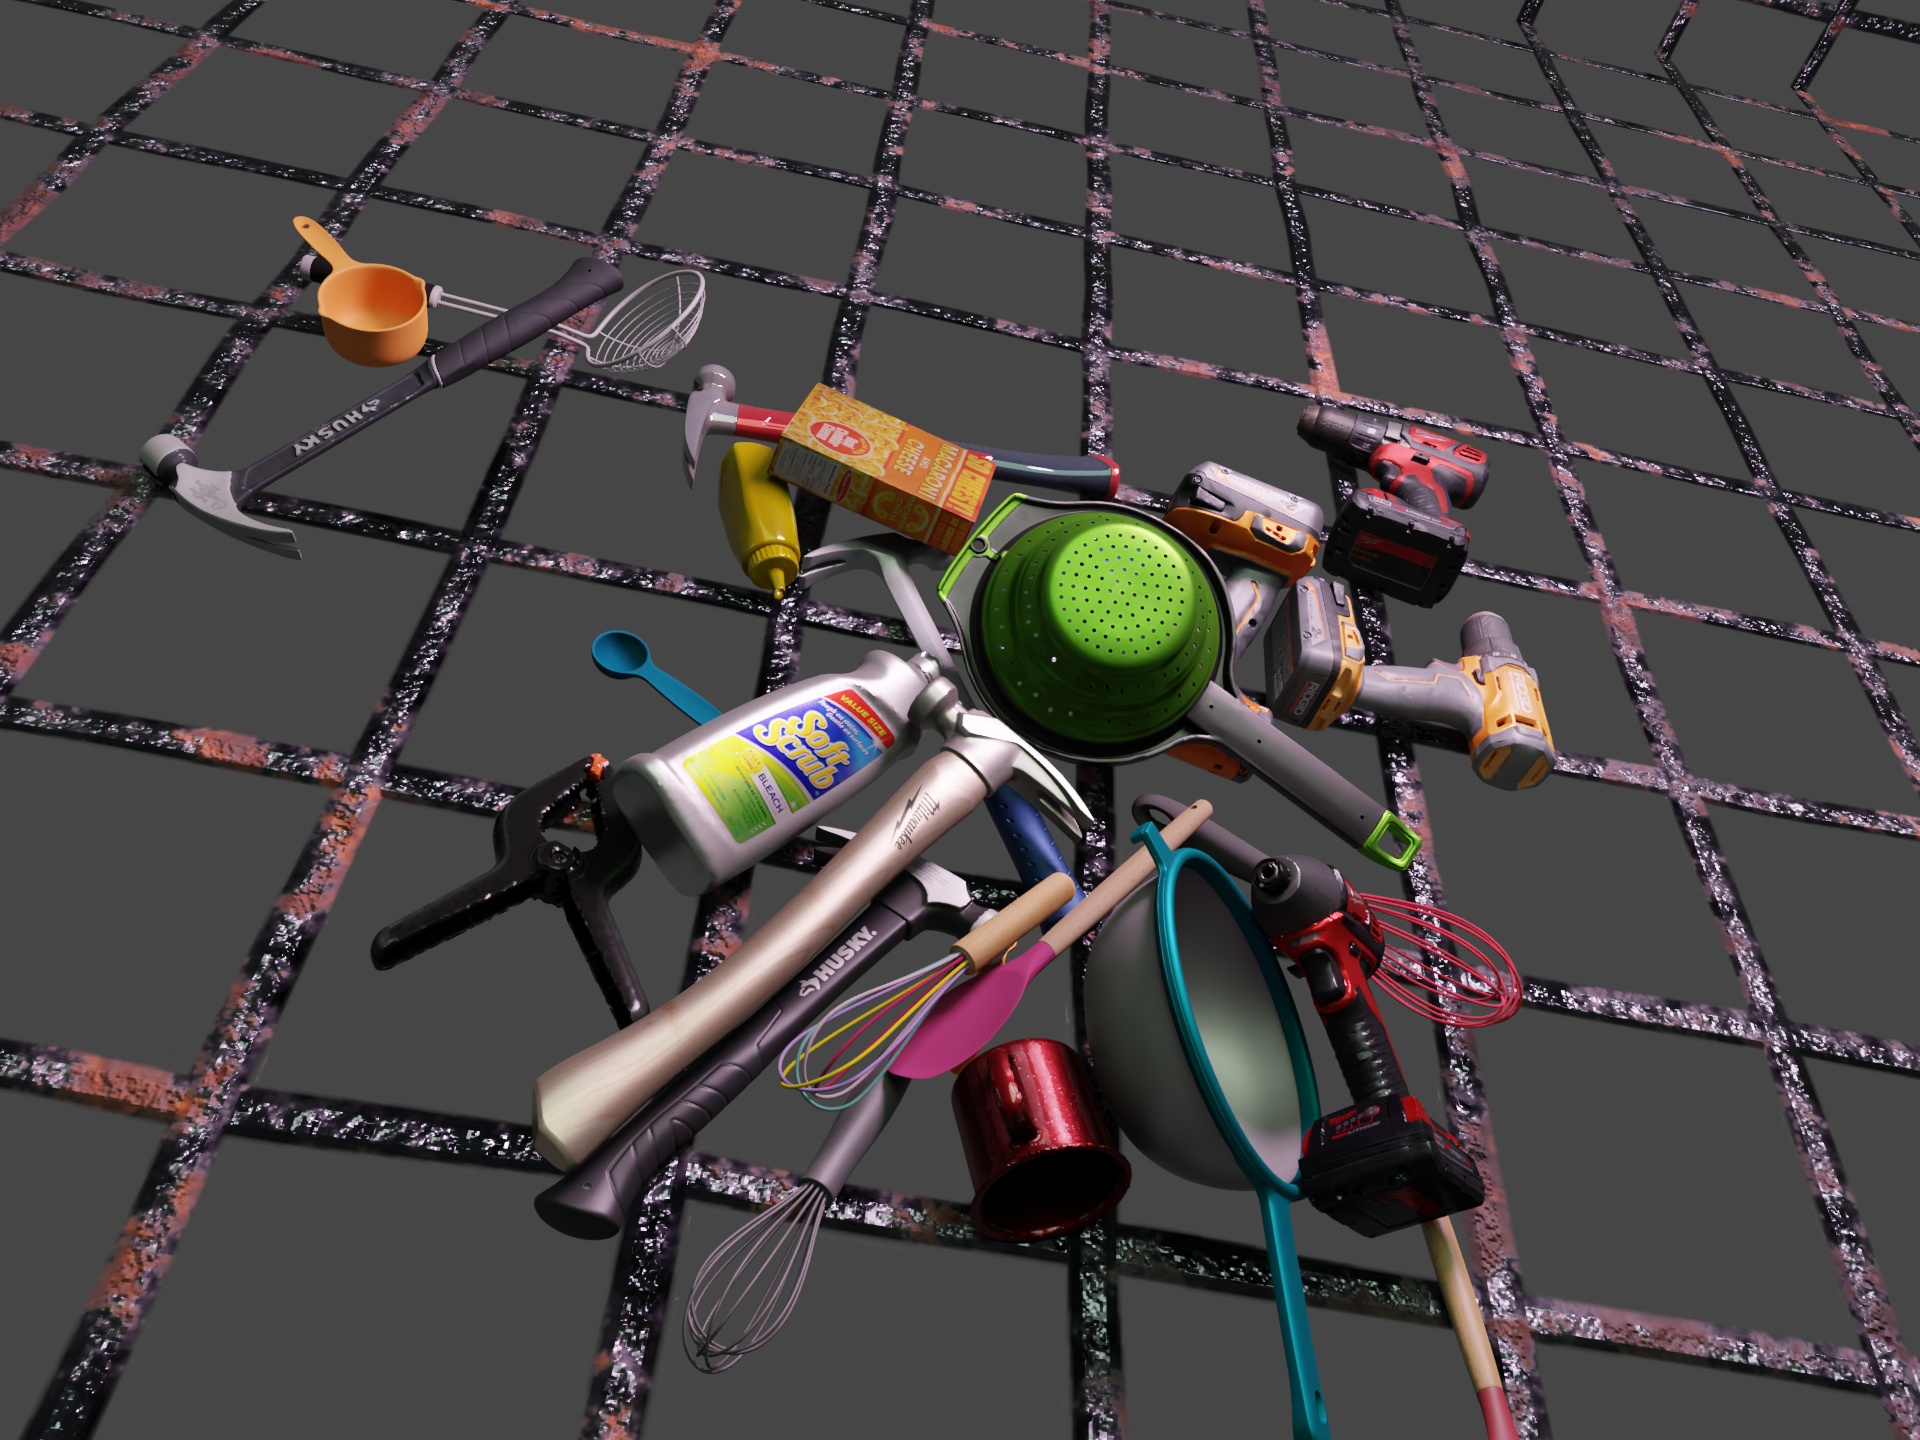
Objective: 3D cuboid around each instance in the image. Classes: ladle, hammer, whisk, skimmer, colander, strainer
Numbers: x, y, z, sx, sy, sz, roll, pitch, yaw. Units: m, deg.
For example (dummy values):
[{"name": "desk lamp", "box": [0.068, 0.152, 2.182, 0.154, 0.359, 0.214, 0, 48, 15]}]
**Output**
[{"name": "ladle", "box": [0.291, 0.355, 0.903, 0.069, 0.031, 0.316, 6, 42, -11]}, {"name": "hammer", "box": [-0.002, -0.004, 1.180, 0.144, 0.035, 0.406, -7, 48, -23]}, {"name": "hammer", "box": [-0.085, 0.127, 0.958, 0.146, 0.038, 0.411, 41, 52, 11]}, {"name": "hammer", "box": [-0.119, 0.183, 0.951, 0.146, 0.035, 0.335, 31, 47, 22]}, {"name": "whisk", "box": [0.248, 0.126, 1.105, 0.296, 0.073, 0.073, 28, 44, 21]}, {"name": "whisk", "box": [-0.011, 0.156, 0.952, 0.245, 0.047, 0.051, -31, 75, -38]}, {"name": "hammer", "box": [-0.049, -0.229, 1.398, 0.386, 0.038, 0.143, 8, 45, -8]}, {"name": "hammer", "box": [-0.433, -0.269, 1.277, 0.149, 0.036, 0.409, 38, 59, 18]}, {"name": "whisk", "box": [-0.082, 0.258, 0.881, 0.055, 0.055, 0.239, 26, 40, 11]}, {"name": "skimmer", "box": [-0.409, -0.386, 1.416, 0.363, 0.090, 0.127, 13, 50, -2]}, {"name": "colander", "box": [0.170, -0.027, 1.124, 0.397, 0.094, 0.204, 36, 75, 3]}, {"name": "strainer", "box": [0.136, 0.242, 0.912, 0.095, 0.210, 0.341, -22, 53, 23]}]

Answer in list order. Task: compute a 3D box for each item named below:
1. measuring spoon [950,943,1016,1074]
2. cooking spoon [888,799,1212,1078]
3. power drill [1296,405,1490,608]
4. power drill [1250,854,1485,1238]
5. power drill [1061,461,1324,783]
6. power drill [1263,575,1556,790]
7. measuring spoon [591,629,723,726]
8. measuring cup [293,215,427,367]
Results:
[{"name": "measuring spoon", "box": [0.013, 0.180, 1.017, 0.021, 0.011, 0.117, 15, 46, 8]}, {"name": "cooking spoon", "box": [0.070, 0.134, 1.015, 0.069, 0.017, 0.319, -1, 27, 47]}, {"name": "power drill", "box": [0.394, -0.215, 1.487, 0.188, 0.080, 0.227, 21, 41, 6]}, {"name": "power drill", "box": [0.232, 0.186, 0.961, 0.078, 0.143, 0.220, -25, 52, 21]}, {"name": "power drill", "box": [0.179, -0.081, 1.227, 0.164, 0.084, 0.227, 21, 70, -1]}, {"name": "power drill", "box": [0.367, -0.046, 1.302, 0.226, 0.084, 0.186, 16, 42, -6]}, {"name": "measuring spoon", "box": [-0.214, -0.019, 1.153, 0.128, 0.021, 0.042, 36, 45, 8]}, {"name": "measuring cup", "box": [-0.531, -0.373, 1.385, 0.095, 0.052, 0.174, -31, 64, -31]}]
